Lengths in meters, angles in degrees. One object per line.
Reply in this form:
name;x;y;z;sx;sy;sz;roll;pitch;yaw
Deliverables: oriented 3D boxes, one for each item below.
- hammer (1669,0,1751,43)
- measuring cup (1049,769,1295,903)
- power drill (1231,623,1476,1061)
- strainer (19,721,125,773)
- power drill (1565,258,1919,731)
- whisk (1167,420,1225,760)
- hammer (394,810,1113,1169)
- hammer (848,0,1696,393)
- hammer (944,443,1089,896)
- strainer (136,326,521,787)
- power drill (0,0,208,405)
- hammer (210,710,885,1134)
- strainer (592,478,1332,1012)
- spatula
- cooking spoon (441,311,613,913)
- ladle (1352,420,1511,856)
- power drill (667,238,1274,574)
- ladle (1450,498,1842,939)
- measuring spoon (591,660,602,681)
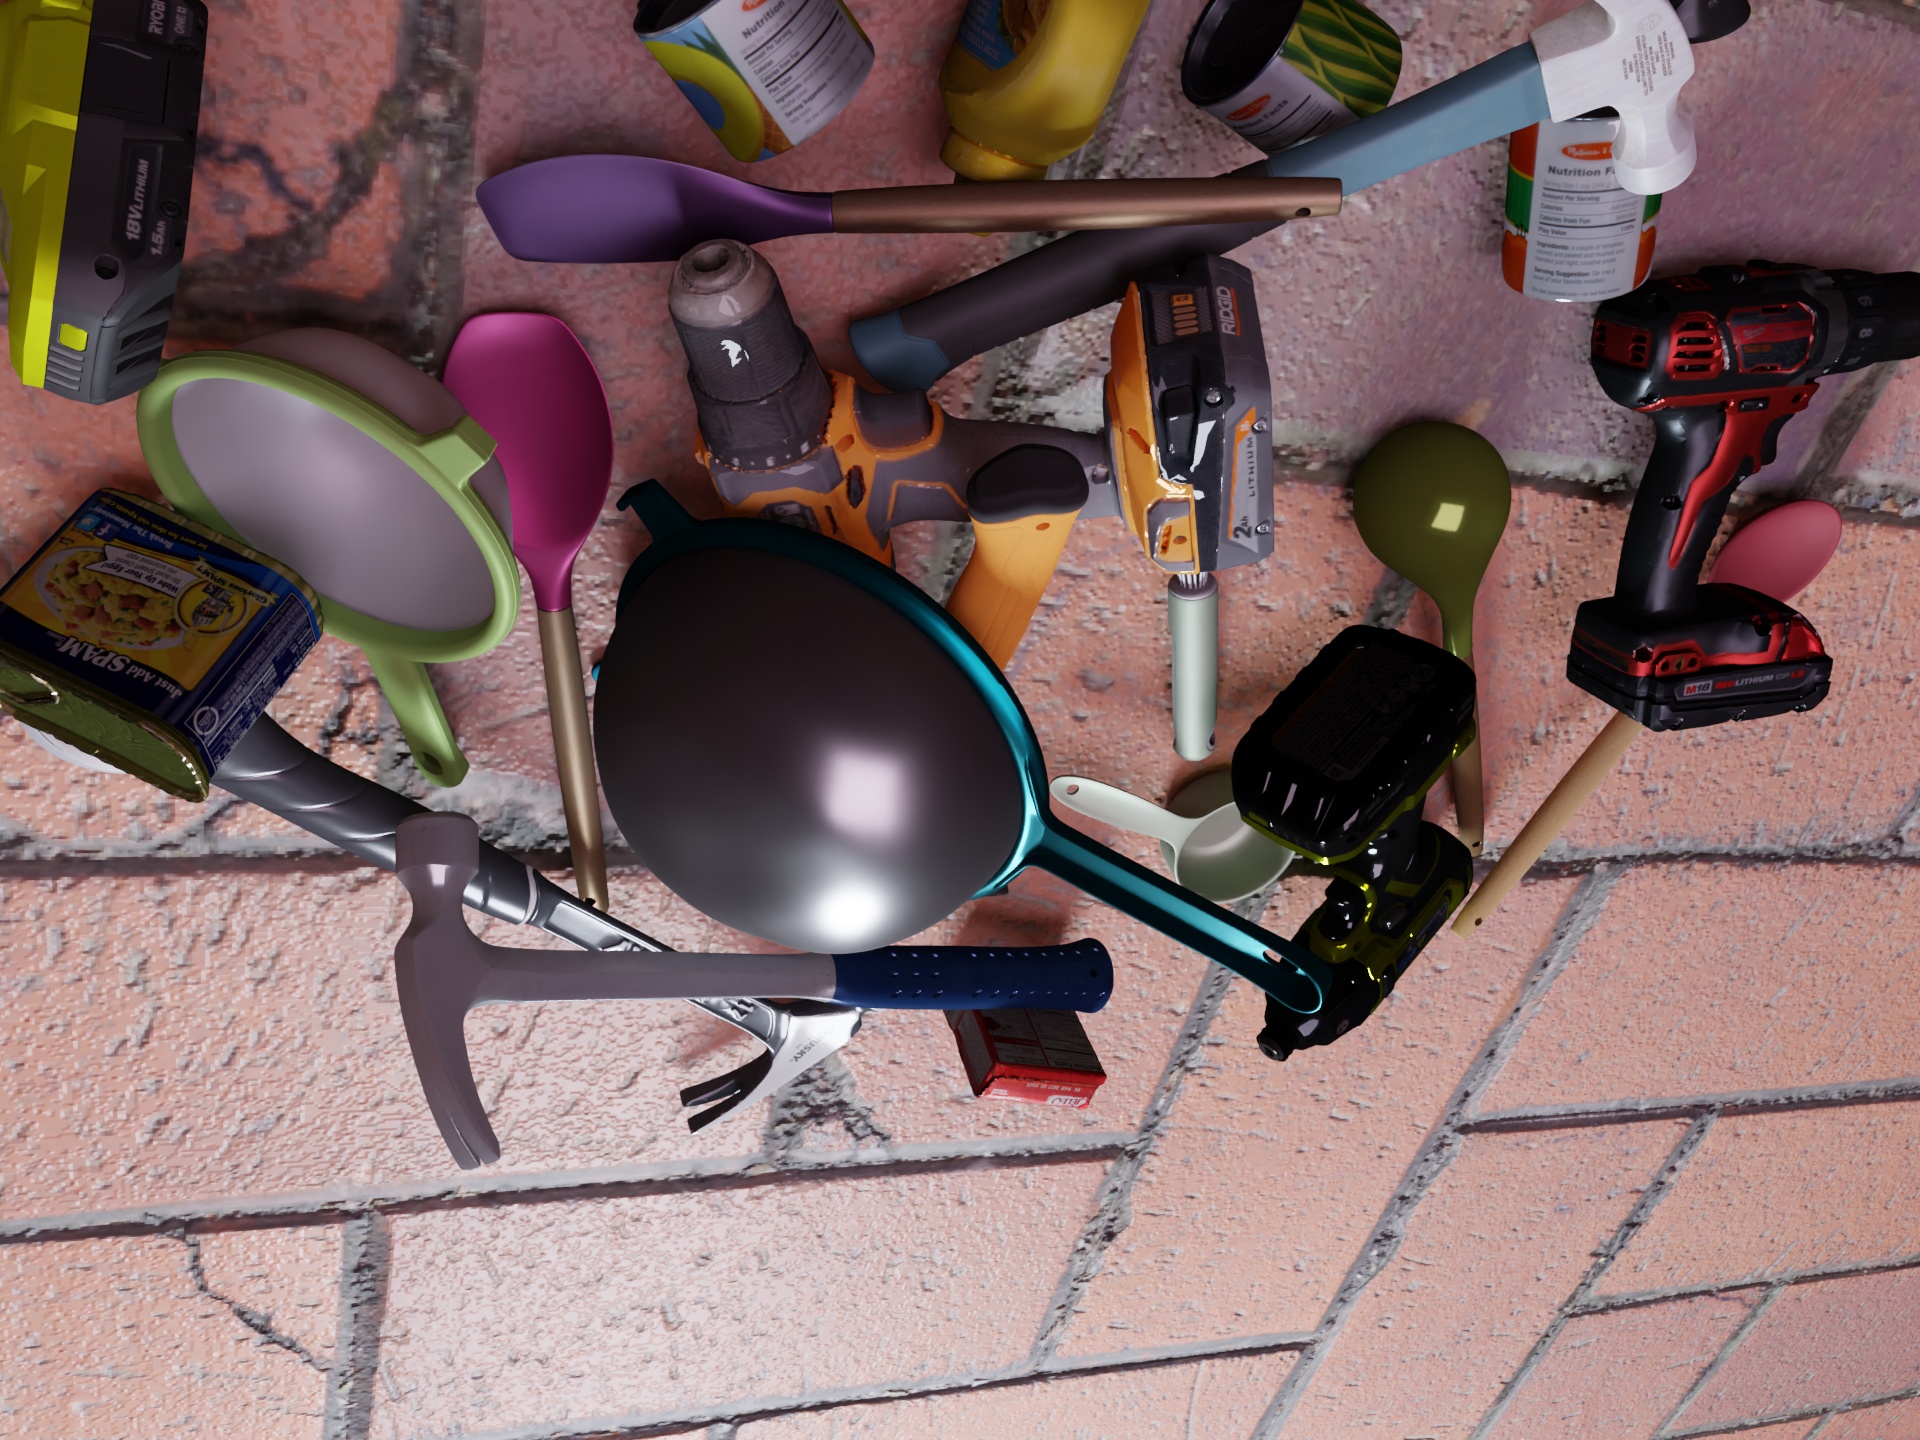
hammer;0.242;-0.398;0.589;0.146;0.035;0.334;-36;129;9
measuring cup;0.111;0.049;0.870;0.167;0.038;0.083;20;116;-29
power drill;0.211;0.075;0.856;0.171;0.080;0.223;-43;141;-24
strainer;-0.387;-0.042;0.618;0.087;0.050;0.258;-43;124;11
power drill;0.406;-0.119;0.810;0.188;0.080;0.226;-8;114;-12
whisk;0.113;-0.073;0.779;0.059;0.058;0.246;7;133;17
hammer;-0.074;0.130;0.773;0.405;0.144;0.035;8;157;-41
hammer;0.111;-0.201;0.622;0.331;0.033;0.128;-19;144;18
hammer;-0.001;-0.002;0.706;0.127;0.034;0.336;0;149;-16
strainer;-0.225;-0.065;0.644;0.151;0.069;0.256;17;146;9
power drill;-0.348;-0.167;0.452;0.228;0.191;0.080;7;156;-30
hammer;-0.198;0.094;0.764;0.149;0.036;0.408;-42;133;11
strainer;-0.021;0.056;0.642;0.340;0.095;0.210;27;141;13
spatula;-0.021;-0.188;0.581;0.316;0.018;0.059;0;157;5
cooking spoon;-0.180;-0.031;0.714;0.068;0.017;0.318;0;126;-3
ladle;0.269;-0.030;0.875;0.078;0.062;0.319;-23;136;1
power drill;0.005;-0.122;0.628;0.226;0.084;0.185;-6;145;8
ladle;0.386;0.002;0.916;0.069;0.031;0.315;30;102;-29
measuring spoon;-0.115;-0.002;0.757;0.128;0.021;0.042;18;117;-30
